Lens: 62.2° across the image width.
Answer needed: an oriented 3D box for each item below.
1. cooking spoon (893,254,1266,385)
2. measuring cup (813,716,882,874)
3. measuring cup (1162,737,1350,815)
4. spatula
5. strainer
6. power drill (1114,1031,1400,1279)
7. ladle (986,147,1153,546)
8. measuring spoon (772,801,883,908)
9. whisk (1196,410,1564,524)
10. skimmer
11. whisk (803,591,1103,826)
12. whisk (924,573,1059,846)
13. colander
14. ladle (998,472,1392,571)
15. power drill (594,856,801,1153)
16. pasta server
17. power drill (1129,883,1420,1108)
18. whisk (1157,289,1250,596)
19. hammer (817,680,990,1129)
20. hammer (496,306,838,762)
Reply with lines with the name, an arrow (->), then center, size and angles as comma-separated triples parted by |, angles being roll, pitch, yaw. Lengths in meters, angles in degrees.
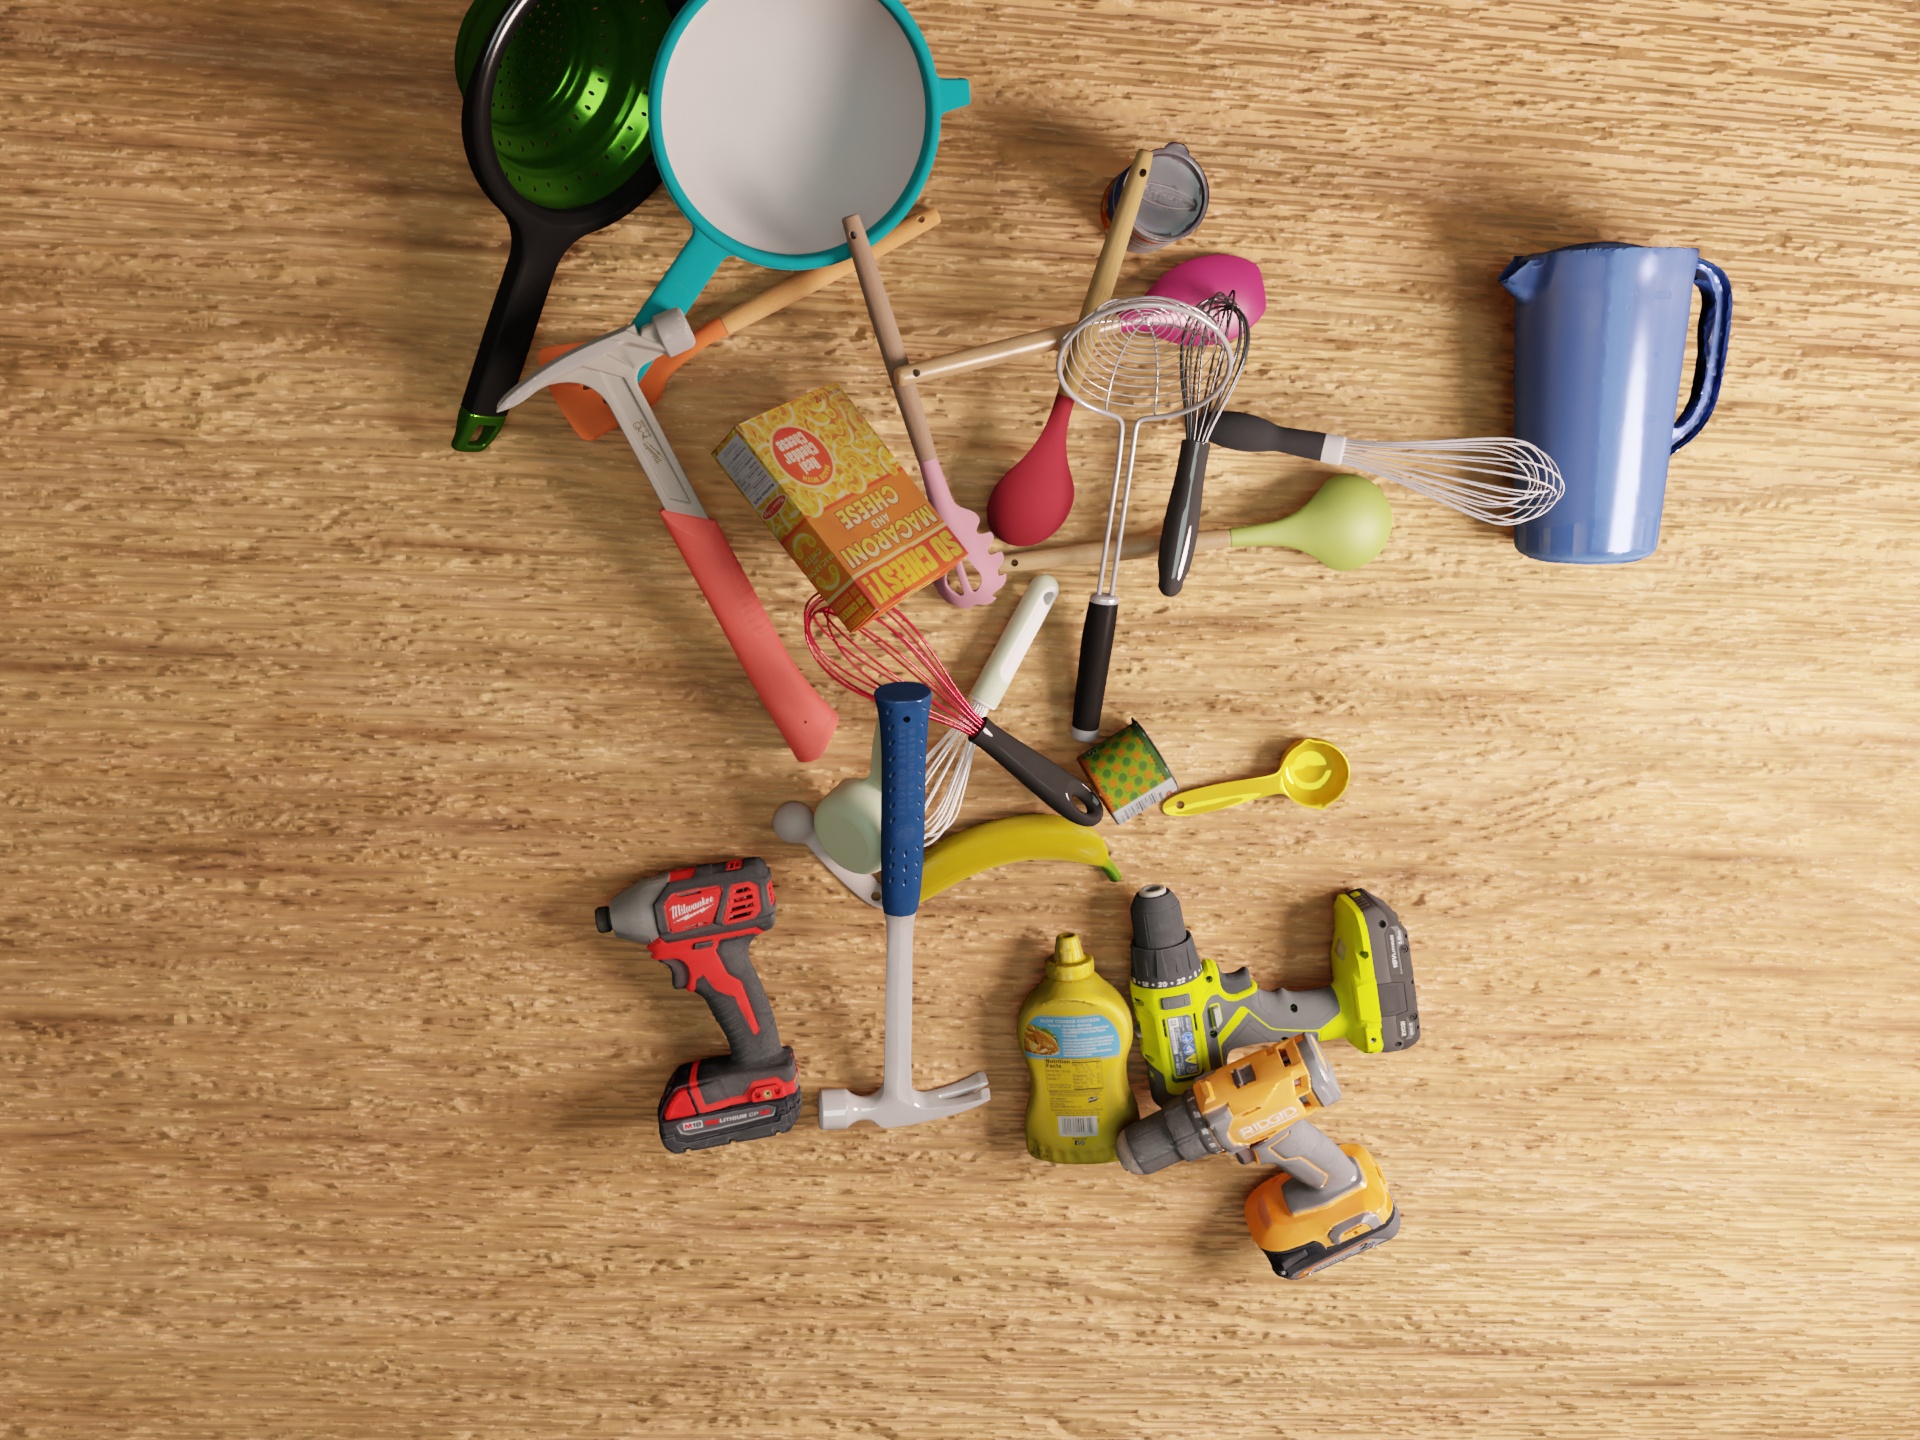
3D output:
cooking spoon -> 0.097, -0.298, 1.214 | 0.319, 0.017, 0.068 | -18, 104, -17
measuring cup -> -0.075, 0.056, 1.234 | 0.083, 0.038, 0.167 | 33, 137, 18
measuring cup -> 0.245, 0.053, 1.328 | 0.156, 0.029, 0.062 | -13, 101, 8
spatula -> -0.159, -0.313, 1.206 | 0.322, 0.041, 0.081 | -28, 85, -2
strainer -> -0.165, -0.393, 1.164 | 0.210, 0.095, 0.340 | 30, 105, -32
power drill -> 0.247, 0.368, 1.314 | 0.185, 0.084, 0.226 | -27, 123, 10
ladle -> 0.089, -0.270, 1.198 | 0.069, 0.031, 0.315 | 7, 117, -21
measuring spoon -> -0.103, 0.114, 1.299 | 0.124, 0.018, 0.034 | 43, 93, -12
whisk -> 0.323, -0.204, 1.239 | 0.284, 0.070, 0.070 | 13, 99, 14
skimmer -> 0.119, -0.140, 1.203 | 0.127, 0.090, 0.363 | 5, 113, -3
whisk -> -0.002, -0.004, 1.227 | 0.295, 0.073, 0.073 | 36, 94, -18
whisk -> 0.014, -0.008, 1.278 | 0.057, 0.059, 0.246 | 27, 93, -49
colander -> -0.318, -0.388, 1.149 | 0.095, 0.204, 0.397 | 36, 114, 22
ladle -> 0.188, -0.145, 1.280 | 0.320, 0.062, 0.078 | -6, 102, 2
power drill -> -0.208, 0.226, 1.281 | 0.143, 0.078, 0.219 | -9, 98, -4
pasta server -> -0.033, -0.226, 1.208 | 0.060, 0.040, 0.316 | -14, 110, 11
power drill -> 0.253, 0.214, 1.327 | 0.228, 0.080, 0.190 | -11, 102, -1
whisk -> 0.183, -0.213, 1.230 | 0.055, 0.055, 0.239 | 9, 96, -8
hammer -> -0.042, 0.158, 1.250 | 0.144, 0.035, 0.405 | -2, 118, -8
hammer -> -0.197, -0.118, 1.201 | 0.149, 0.037, 0.358 | -27, 114, -2
